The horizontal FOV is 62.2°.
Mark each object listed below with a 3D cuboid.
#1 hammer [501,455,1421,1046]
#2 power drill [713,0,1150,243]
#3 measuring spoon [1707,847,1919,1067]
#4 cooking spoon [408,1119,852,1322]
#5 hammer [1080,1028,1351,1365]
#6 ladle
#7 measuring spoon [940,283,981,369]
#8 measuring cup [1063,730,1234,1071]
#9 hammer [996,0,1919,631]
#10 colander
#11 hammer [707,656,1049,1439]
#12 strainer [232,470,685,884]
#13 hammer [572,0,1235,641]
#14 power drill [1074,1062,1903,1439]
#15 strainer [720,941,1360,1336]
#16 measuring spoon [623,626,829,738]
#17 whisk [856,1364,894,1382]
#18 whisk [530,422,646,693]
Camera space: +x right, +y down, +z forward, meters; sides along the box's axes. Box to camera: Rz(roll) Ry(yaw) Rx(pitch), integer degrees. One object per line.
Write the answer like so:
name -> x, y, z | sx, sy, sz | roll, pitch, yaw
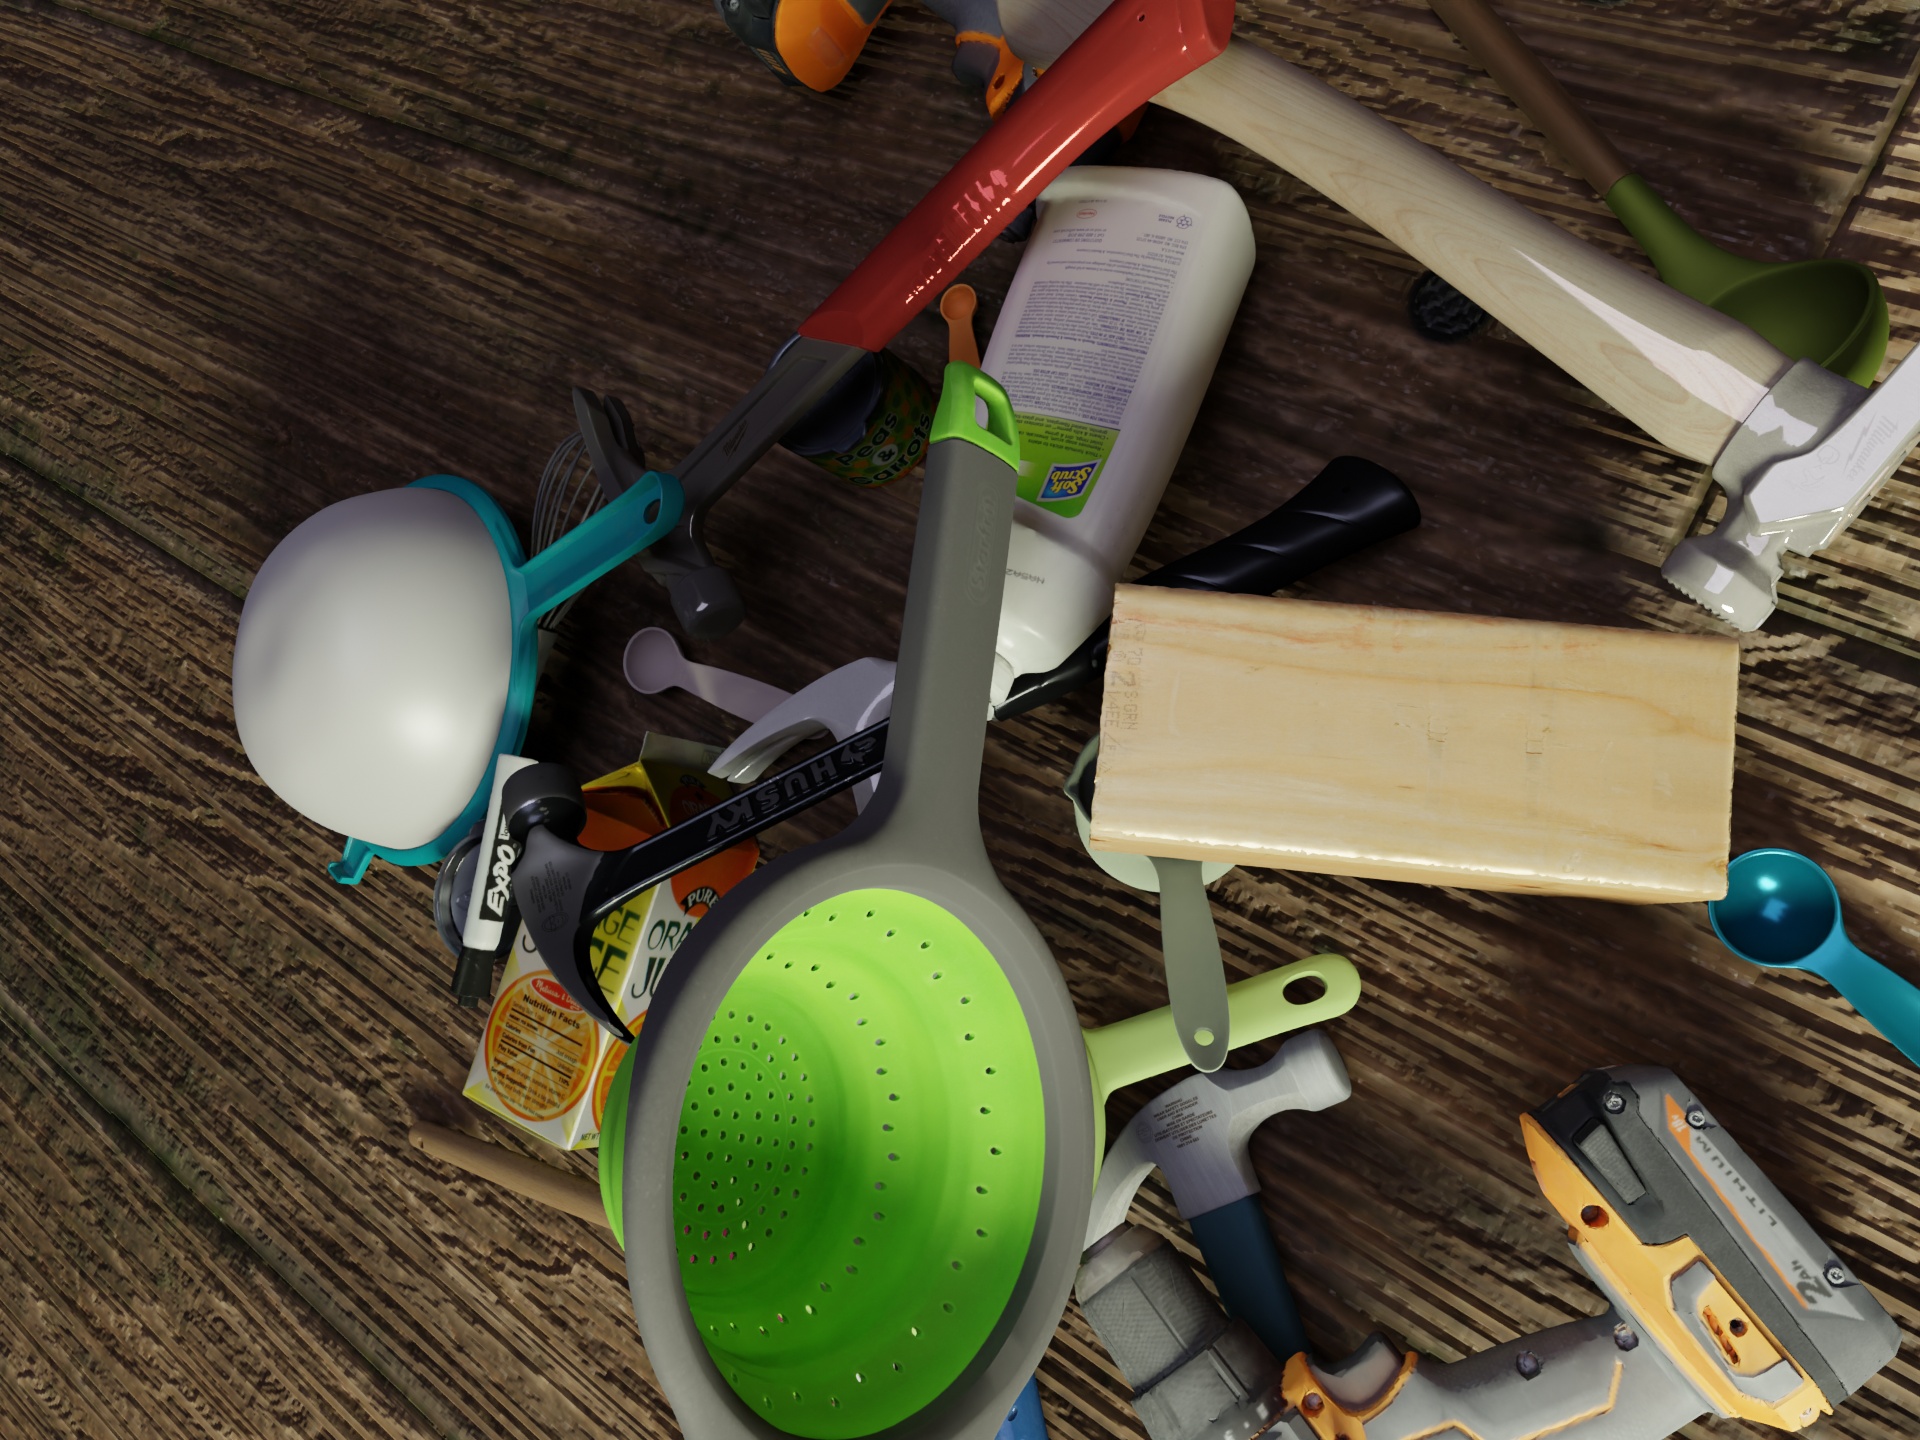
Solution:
hammer -> -0.001, -0.002, 0.661 | 0.409, 0.036, 0.149 | -26, 50, 4
power drill -> -0.007, -0.333, 0.765 | 0.227, 0.084, 0.164 | 29, 94, 24
measuring spoon -> 0.319, 0.095, 0.554 | 0.129, 0.021, 0.042 | 44, 101, 17
cooking spoon -> -0.162, 0.227, 0.736 | 0.319, 0.017, 0.068 | 5, 102, 39
hammer -> 0.142, 0.294, 0.593 | 0.128, 0.033, 0.331 | -27, 69, 19
ladle -> 0.244, -0.234, 0.631 | 0.078, 0.062, 0.320 | -38, 63, 22
measuring spoon -> 0.006, -0.153, 0.764 | 0.021, 0.011, 0.117 | -11, 79, 25
measuring cup -> 0.086, 0.070, 0.625 | 0.083, 0.038, 0.168 | -5, 49, 3
hammer -> 0.168, -0.211, 0.600 | 0.411, 0.038, 0.146 | 43, 111, 26
colander -> -0.042, 0.065, 0.555 | 0.094, 0.204, 0.397 | -8, 68, 42
hammer -> -0.014, 0.167, 0.693 | 0.144, 0.035, 0.406 | -19, 73, 20
strainer -> -0.272, -0.051, 0.786 | 0.340, 0.095, 0.211 | -24, 70, 39
hammer -> -0.032, -0.196, 0.687 | 0.359, 0.036, 0.149 | -39, 66, 27
power drill -> 0.166, 0.208, 0.546 | 0.226, 0.084, 0.185 | -40, 71, 4
strainer -> 0.034, 0.150, 0.631 | 0.256, 0.069, 0.152 | -19, 61, -1
measuring spoon -> -0.115, -0.015, 0.797 | 0.124, 0.018, 0.034 | 21, 95, 22
whisk -> -0.033, 0.294, 0.676 | 0.059, 0.057, 0.246 | -23, 72, -10
whisk -> -0.223, -0.048, 0.839 | 0.055, 0.055, 0.239 | 28, 98, 28
